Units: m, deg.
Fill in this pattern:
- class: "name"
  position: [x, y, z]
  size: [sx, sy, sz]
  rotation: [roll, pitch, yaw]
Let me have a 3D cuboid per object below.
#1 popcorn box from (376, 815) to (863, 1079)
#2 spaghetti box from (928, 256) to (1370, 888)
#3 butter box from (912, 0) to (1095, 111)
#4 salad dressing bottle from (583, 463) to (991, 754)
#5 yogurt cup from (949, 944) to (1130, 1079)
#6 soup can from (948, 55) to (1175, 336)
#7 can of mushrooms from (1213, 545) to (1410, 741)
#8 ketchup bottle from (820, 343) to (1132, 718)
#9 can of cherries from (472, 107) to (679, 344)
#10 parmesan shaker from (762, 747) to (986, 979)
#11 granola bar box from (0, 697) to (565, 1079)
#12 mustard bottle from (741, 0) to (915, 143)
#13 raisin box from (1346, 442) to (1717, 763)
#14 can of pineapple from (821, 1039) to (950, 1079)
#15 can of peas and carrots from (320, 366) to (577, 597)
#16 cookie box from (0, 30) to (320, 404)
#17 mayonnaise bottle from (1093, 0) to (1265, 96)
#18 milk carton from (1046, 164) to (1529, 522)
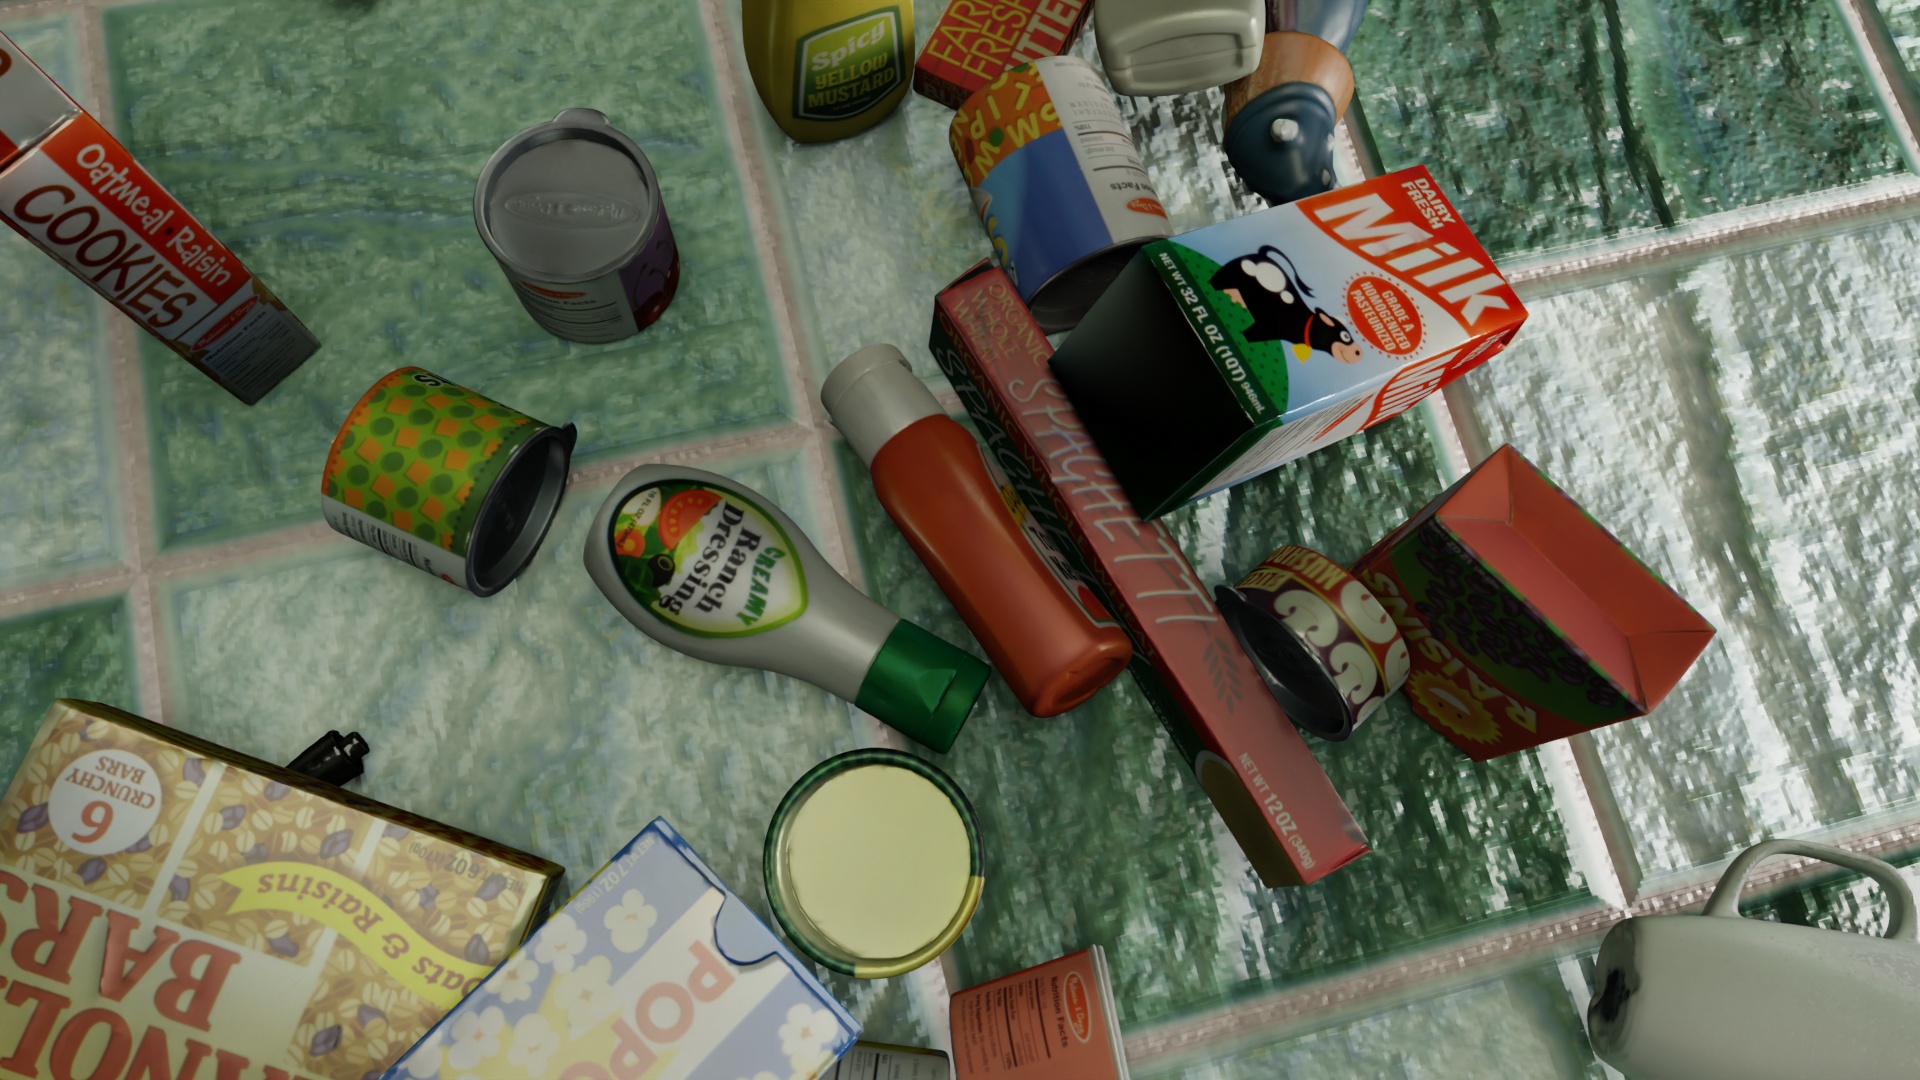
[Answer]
- class: "popcorn box"
  position: [-0.101, 0.153, 0.387]
  size: [0.085, 0.038, 0.127]
  rotation: [44, 75, 9]
- class: "spaghetti box"
  position: [0.062, 0.011, 0.508]
  size: [0.029, 0.050, 0.250]
  rotation: [-29, 78, -12]
- class: "butter box"
  position: [0.025, -0.223, 0.585]
  size: [0.053, 0.024, 0.104]
  rotation: [25, 74, 4]
- class: "salad dressing bottle"
  position: [-0.061, 0.026, 0.499]
  size: [0.148, 0.044, 0.064]
  rotation: [28, 76, 4]
- class: "yogurt cup"
  position: [0.027, 0.171, 0.455]
  size: [0.054, 0.072, 0.072]
  rotation: [-11, 76, 2]
- class: "soup can"
  position: [0.038, -0.132, 0.540]
  size: [0.071, 0.071, 0.084]
  rotation: [-20, 76, -9]
- class: "can of mushrooms"
  position: [0.123, 0.034, 0.496]
  size: [0.033, 0.071, 0.071]
  rotation: [-39, 80, -13]
- class: "ketchup bottle"
  position: [0.002, -0.006, 0.505]
  size: [0.043, 0.064, 0.149]
  rotation: [-38, 71, 5]
- class: "can of cherries"
  position: [-0.142, -0.118, 0.527]
  size: [0.071, 0.058, 0.071]
  rotation: [1, 74, -2]
- class: "parmesan shaker"
  position: [-0.026, 0.103, 0.449]
  size: [0.071, 0.102, 0.071]
  rotation: [1, 74, -3]
- class: "granola bar box"
  position: [-0.231, 0.137, 0.444]
  size: [0.165, 0.039, 0.124]
  rotation: [21, 79, -5]
- class: "mustard bottle"
  position: [-0.049, -0.204, 0.505]
  size: [0.065, 0.160, 0.049]
  rotation: [-23, 79, -8]
- class: "raisin box"
  position: [0.180, 0.027, 0.473]
  size: [0.086, 0.123, 0.040]
  rotation: [44, 76, 9]
- class: "can of pineapple"
  position: [-0.036, 0.194, 0.443]
  size: [0.058, 0.071, 0.071]
  rotation: [8, 74, -2]
- class: "can of peas and carrots"
  position: [-0.180, -0.023, 0.494]
  size: [0.059, 0.070, 0.071]
  rotation: [23, 74, 3]
- class: "cookie box"
  position: [-0.301, -0.124, 0.461]
  size: [0.123, 0.167, 0.040]
  rotation: [42, 77, 8]
- class: "mayonnaise bottle"
  position: [0.083, -0.246, 0.555]
  size: [0.065, 0.041, 0.149]
  rotation: [-6, 62, 11]
- class: "milk carton"
  position: [0.134, -0.080, 0.510]
  size: [0.191, 0.073, 0.072]
  rotation: [-21, 75, -32]
